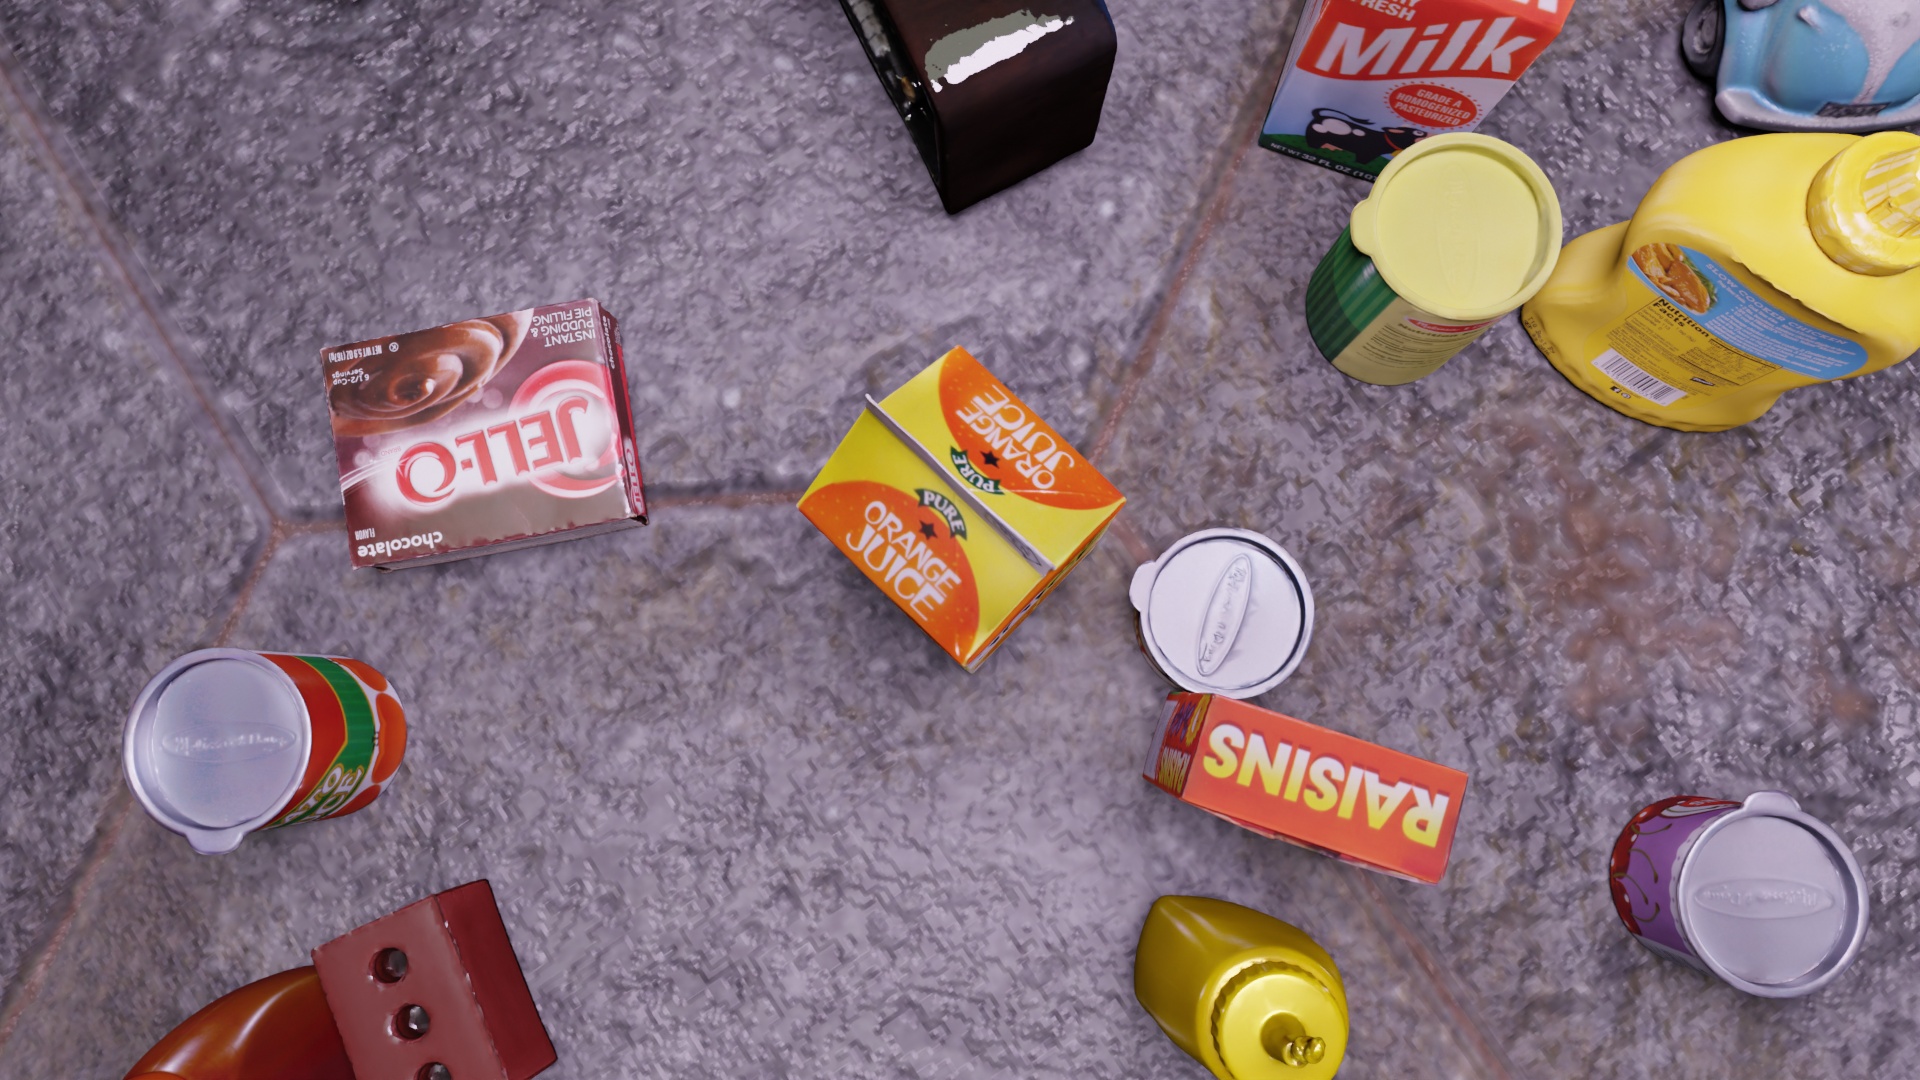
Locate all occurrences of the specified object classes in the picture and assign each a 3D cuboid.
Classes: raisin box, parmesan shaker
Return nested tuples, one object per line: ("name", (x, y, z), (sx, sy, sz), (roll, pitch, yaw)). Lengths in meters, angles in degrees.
("raisin box", (0.114, 0.083, 0.490), (0.086, 0.123, 0.040), (18, 84, 3))
("parmesan shaker", (0.170, -0.102, 0.521), (0.071, 0.103, 0.071), (0, 83, 1))

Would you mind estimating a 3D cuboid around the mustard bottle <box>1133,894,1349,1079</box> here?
("mustard bottle", (0.096, 0.153, 0.463), (0.065, 0.160, 0.049), (13, 84, 3))

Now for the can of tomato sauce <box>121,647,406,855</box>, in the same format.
("can of tomato sauce", (-0.255, 0.076, 0.519), (0.071, 0.083, 0.071), (0, 83, 1))

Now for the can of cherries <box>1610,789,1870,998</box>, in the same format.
("can of cherries", (0.285, 0.126, 0.513), (0.071, 0.058, 0.071), (0, 83, 1))

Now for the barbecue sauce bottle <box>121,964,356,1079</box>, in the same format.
("barbecue sauce bottle", (-0.252, 0.189, 0.473), (0.044, 0.148, 0.065), (-9, 83, 0))

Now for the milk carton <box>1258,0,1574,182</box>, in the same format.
("milk carton", (0.166, -0.197, 0.489), (0.072, 0.190, 0.073), (19, 84, 4))

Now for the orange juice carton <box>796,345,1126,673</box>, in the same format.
("orange juice carton", (0.002, -0.006, 0.468), (0.072, 0.192, 0.073), (44, 86, 6))

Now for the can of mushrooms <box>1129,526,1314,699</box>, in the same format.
("can of mushrooms", (0.099, 0.028, 0.542), (0.071, 0.033, 0.071), (0, 83, 1))
